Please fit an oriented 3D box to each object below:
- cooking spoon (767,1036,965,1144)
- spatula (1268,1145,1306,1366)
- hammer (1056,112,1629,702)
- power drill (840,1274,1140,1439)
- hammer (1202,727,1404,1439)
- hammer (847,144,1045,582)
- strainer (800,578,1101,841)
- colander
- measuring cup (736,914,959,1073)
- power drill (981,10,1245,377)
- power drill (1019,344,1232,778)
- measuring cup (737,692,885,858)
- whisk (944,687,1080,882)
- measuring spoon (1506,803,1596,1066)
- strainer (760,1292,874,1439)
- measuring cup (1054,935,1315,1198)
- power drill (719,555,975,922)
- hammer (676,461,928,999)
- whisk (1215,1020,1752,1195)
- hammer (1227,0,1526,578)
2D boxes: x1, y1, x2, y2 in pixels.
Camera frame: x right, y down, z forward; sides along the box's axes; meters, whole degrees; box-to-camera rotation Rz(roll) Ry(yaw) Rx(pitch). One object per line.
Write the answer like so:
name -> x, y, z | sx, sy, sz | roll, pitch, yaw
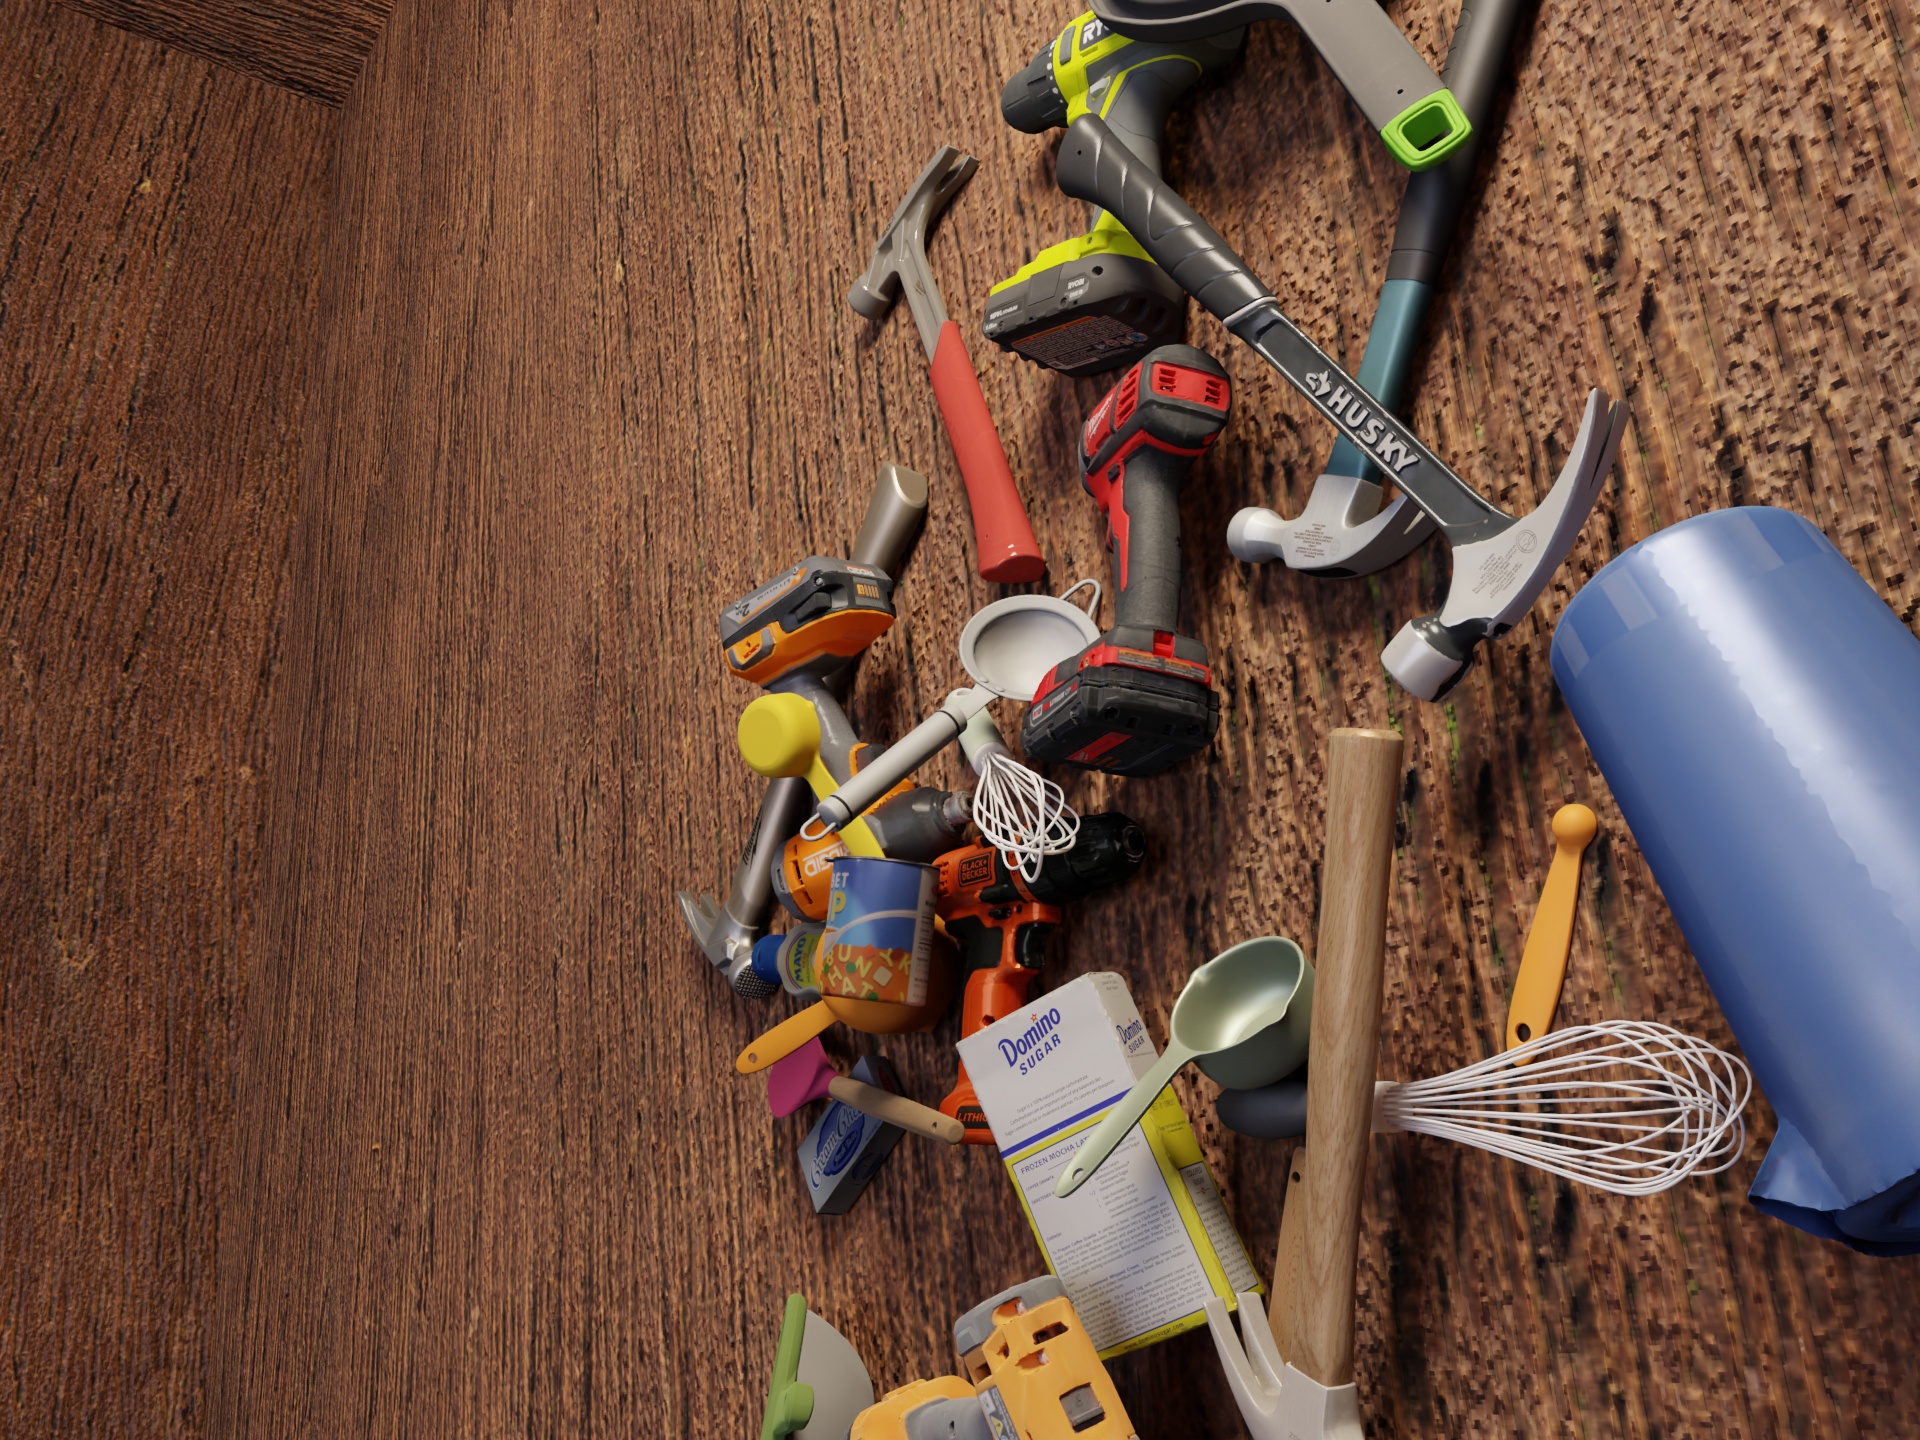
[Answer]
cooking spoon -> -0.069, 0.241, 1.026 | 0.319, 0.017, 0.069 | -10, 59, 65
spatula -> 0.138, 0.360, 0.740 | 0.082, 0.044, 0.317 | -1, 78, 51
hammer -> 0.159, -0.198, 0.797 | 0.149, 0.036, 0.409 | -54, 49, 27
power drill -> 0.030, 0.401, 0.802 | 0.185, 0.084, 0.226 | 63, 144, 24
hammer -> 0.163, 0.169, 0.691 | 0.130, 0.031, 0.331 | 4, 90, 62
hammer -> 0.002, -0.242, 1.114 | 0.149, 0.036, 0.359 | -47, 45, 36
strainer -> -0.001, -0.003, 0.925 | 0.087, 0.258, 0.050 | 32, 141, 26
colander -> 0.160, -0.425, 0.829 | 0.204, 0.094, 0.398 | -31, 50, 17
measuring cup -> -0.084, 0.180, 1.026 | 0.173, 0.052, 0.095 | -34, 71, 9
power drill -> 0.081, -0.341, 0.999 | 0.190, 0.080, 0.228 | -3, 75, 53
power drill -> 0.094, -0.086, 0.894 | 0.143, 0.078, 0.220 | 142, 137, -68
measuring cup -> -0.095, 0.046, 1.031 | 0.062, 0.029, 0.157 | -50, 62, 27
whisk -> 0.021, 0.028, 0.950 | 0.246, 0.057, 0.059 | -117, 29, -68
measuring spoon -> 0.252, 0.093, 0.687 | 0.021, 0.011, 0.117 | 15, 92, 55
strainer -> -0.081, 0.420, 0.950 | 0.256, 0.069, 0.152 | 110, 170, -62
measuring cup -> 0.113, 0.176, 0.768 | 0.167, 0.038, 0.083 | -45, 19, -11
power drill -> -0.074, 0.007, 1.081 | 0.164, 0.084, 0.227 | -26, 72, 35
hammer -> -0.119, -0.001, 1.211 | 0.146, 0.038, 0.410 | 39, 111, 53
whisk -> 0.209, 0.168, 0.693 | 0.284, 0.070, 0.070 | -21, 63, 56
hammer -> 0.228, -0.232, 0.799 | 0.128, 0.033, 0.331 | 23, 99, 55
